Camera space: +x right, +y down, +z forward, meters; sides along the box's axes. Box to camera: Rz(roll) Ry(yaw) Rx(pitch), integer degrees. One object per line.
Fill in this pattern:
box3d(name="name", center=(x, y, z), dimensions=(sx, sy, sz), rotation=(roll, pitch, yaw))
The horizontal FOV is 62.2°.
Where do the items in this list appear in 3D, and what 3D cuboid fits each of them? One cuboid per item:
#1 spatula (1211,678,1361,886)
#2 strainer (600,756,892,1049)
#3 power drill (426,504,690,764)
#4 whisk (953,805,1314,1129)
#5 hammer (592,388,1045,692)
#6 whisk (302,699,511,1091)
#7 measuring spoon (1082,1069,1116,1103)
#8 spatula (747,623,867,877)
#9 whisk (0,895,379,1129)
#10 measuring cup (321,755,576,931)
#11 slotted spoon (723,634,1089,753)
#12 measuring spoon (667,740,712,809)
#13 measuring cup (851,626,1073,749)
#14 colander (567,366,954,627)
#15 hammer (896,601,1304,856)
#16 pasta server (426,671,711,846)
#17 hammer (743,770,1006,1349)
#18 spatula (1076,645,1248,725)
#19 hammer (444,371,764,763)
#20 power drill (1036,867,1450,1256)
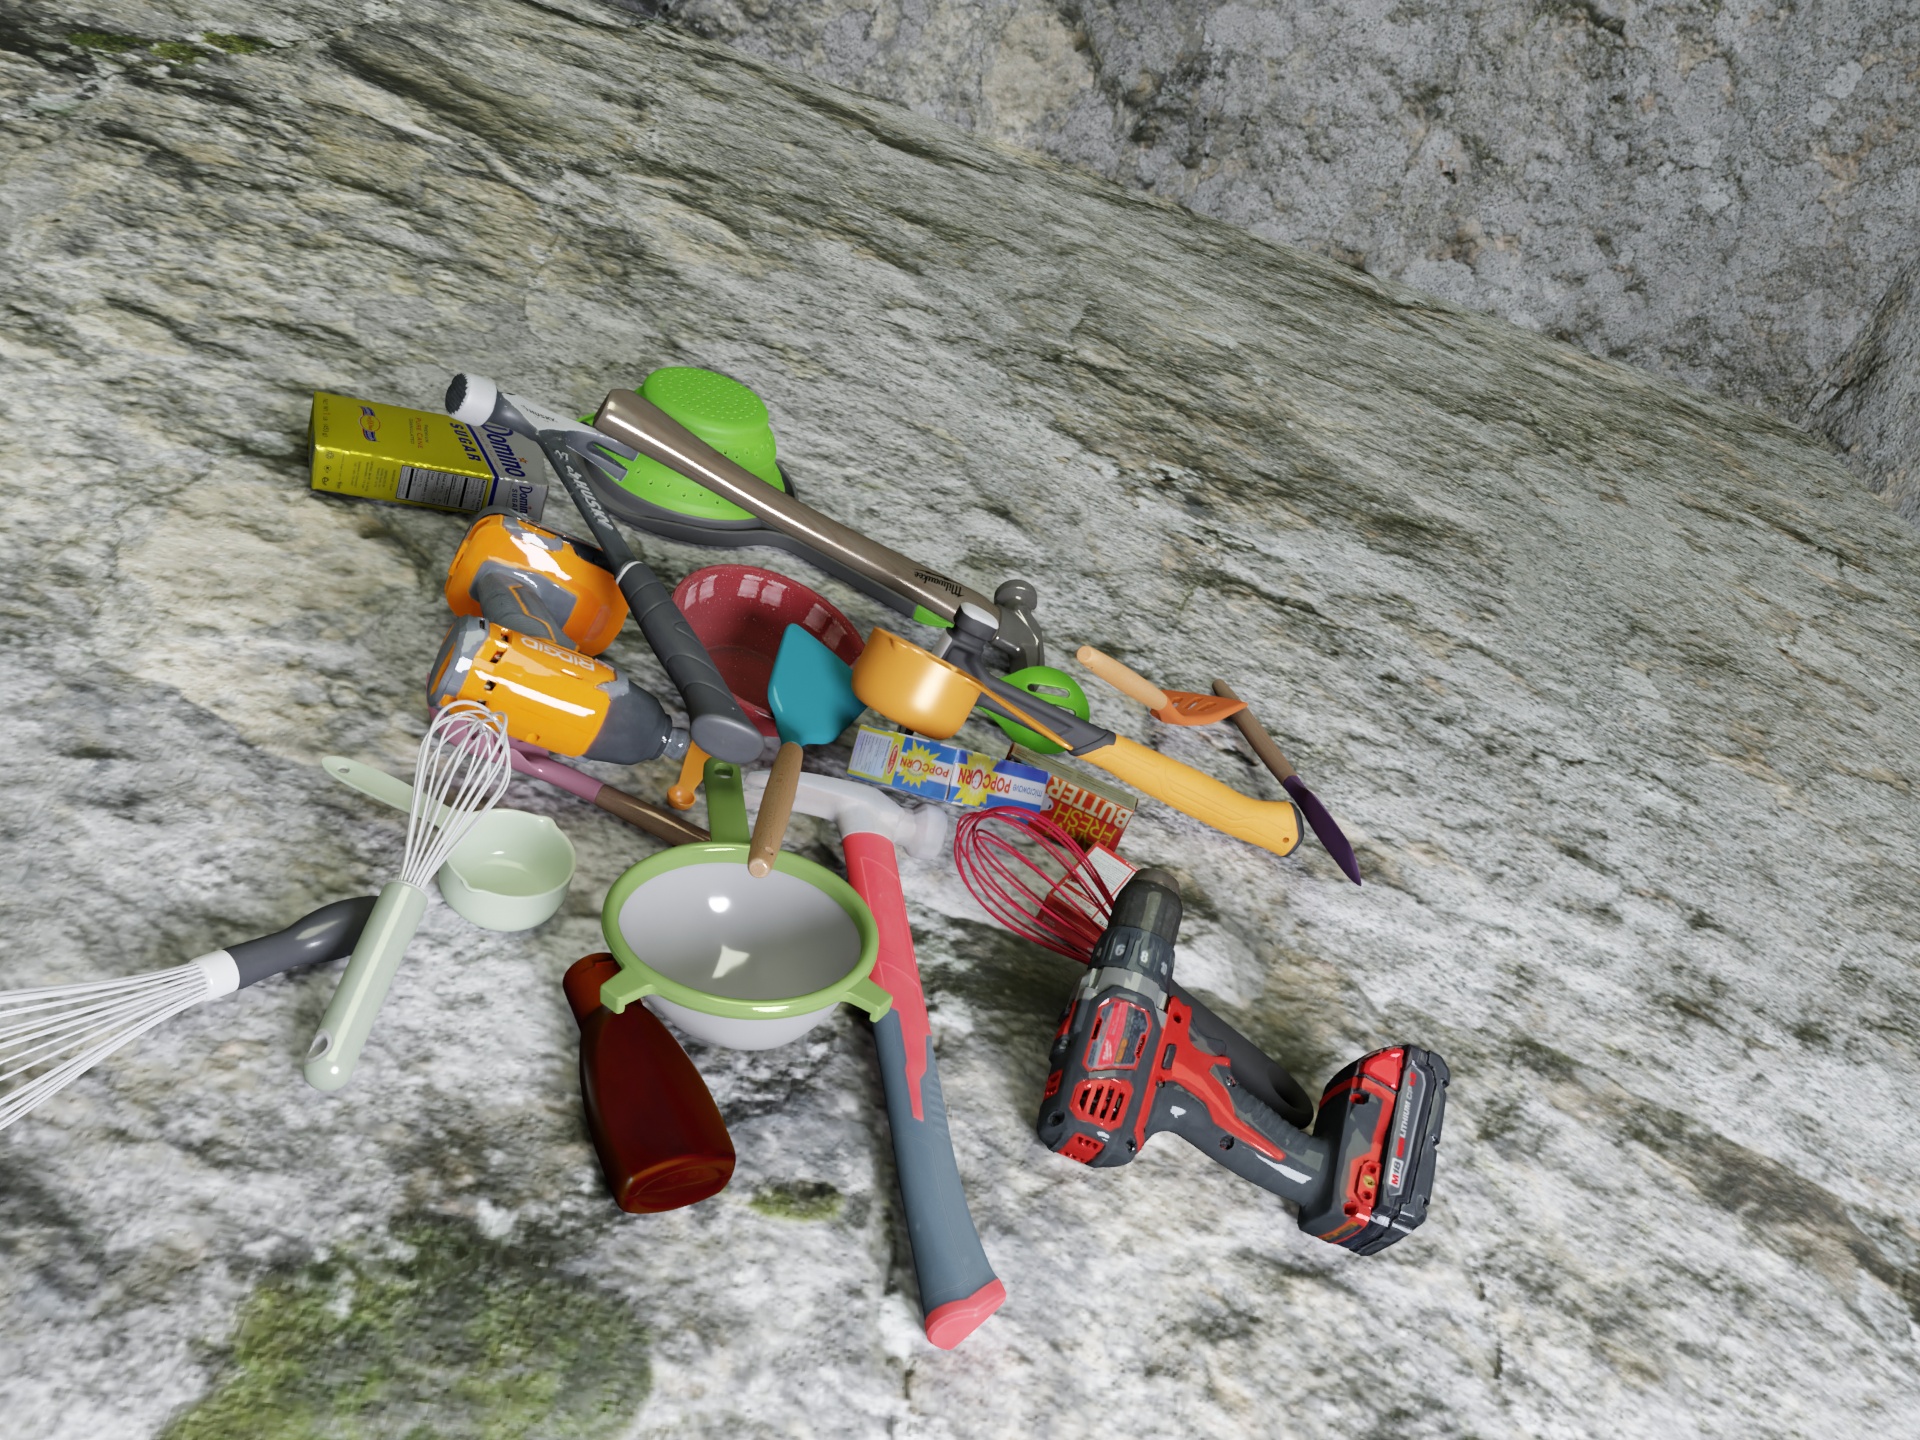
box3d(name="spatula", center=(0.265, 0.041, 1.314), dimensions=(0.018, 0.059, 0.316), rotation=(-22, 30, 0))
box3d(name="strainer", center=(-0.135, 0.110, 0.925), dimensions=(0.151, 0.069, 0.257), rotation=(5, 28, -15))
box3d(name="power drill", center=(-0.265, -0.049, 1.059), dimensions=(0.164, 0.084, 0.227), rotation=(23, 20, -26))
box3d(name="whisk", center=(0.112, 0.158, 1.030), dimensions=(0.296, 0.073, 0.073), rotation=(41, 35, 9))
box3d(name="hammer", center=(-0.104, -0.141, 1.272), dimensions=(0.410, 0.038, 0.146), rotation=(27, 36, -23))
box3d(name="whisk", center=(-0.297, 0.088, 0.862), dimensions=(0.059, 0.058, 0.247), rotation=(50, 38, -38))
box3d(name="measuring spoon", center=(0.113, 0.210, 1.010), dimensions=(0.128, 0.021, 0.042), rotation=(-12, 46, -43))
box3d(name="spatula", center=(-0.104, 0.021, 1.005), dimensions=(0.082, 0.044, 0.318), rotation=(41, 14, -14))
box3d(name="whisk", center=(-0.395, 0.136, 0.775), dimensions=(0.070, 0.070, 0.284), rotation=(37, 30, 21))
box3d(name="measuring cup", center=(-0.307, 0.070, 0.937), dimensions=(0.167, 0.038, 0.083), rotation=(26, 32, 8))
box3d(name="slotted spoon", center=(-0.045, -0.031, 1.247), dimensions=(0.313, 0.070, 0.031), rotation=(11, -7, -9))
box3d(name="measuring spoon", center=(-0.182, 0.030, 1.102), dimensions=(0.021, 0.011, 0.117), rotation=(25, 28, -7))
box3d(name="measuring cup", center=(-0.002, -0.003, 1.089), dimensions=(0.174, 0.052, 0.095), rotation=(33, 6, 29))
box3d(name="colander", center=(-0.161, -0.206, 1.378), dimensions=(0.397, 0.094, 0.204), rotation=(29, 33, 9))
box3d(name="hammer", center=(0.117, 0.034, 1.219), dimensions=(0.336, 0.127, 0.034), rotation=(25, 17, -17))
box3d(name="pasta server", center=(-0.205, 0.053, 1.025), dimensions=(0.316, 0.040, 0.060), rotation=(26, 14, 2))
box3d(name="hammer", center=(-0.049, 0.175, 0.923), dimensions=(0.143, 0.038, 0.387), rotation=(14, 36, -23))
box3d(name="spatula", center=(0.151, -0.029, 1.259), dimensions=(0.081, 0.041, 0.322), rotation=(10, -5, 24))
box3d(name="hammer", center=(-0.228, -0.108, 1.087), dimensions=(0.149, 0.036, 0.409), rotation=(15, 28, -45))
box3d(name="power drill", center=(0.170, 0.202, 0.956), dimensions=(0.226, 0.080, 0.188), rotation=(21, 58, 0))
